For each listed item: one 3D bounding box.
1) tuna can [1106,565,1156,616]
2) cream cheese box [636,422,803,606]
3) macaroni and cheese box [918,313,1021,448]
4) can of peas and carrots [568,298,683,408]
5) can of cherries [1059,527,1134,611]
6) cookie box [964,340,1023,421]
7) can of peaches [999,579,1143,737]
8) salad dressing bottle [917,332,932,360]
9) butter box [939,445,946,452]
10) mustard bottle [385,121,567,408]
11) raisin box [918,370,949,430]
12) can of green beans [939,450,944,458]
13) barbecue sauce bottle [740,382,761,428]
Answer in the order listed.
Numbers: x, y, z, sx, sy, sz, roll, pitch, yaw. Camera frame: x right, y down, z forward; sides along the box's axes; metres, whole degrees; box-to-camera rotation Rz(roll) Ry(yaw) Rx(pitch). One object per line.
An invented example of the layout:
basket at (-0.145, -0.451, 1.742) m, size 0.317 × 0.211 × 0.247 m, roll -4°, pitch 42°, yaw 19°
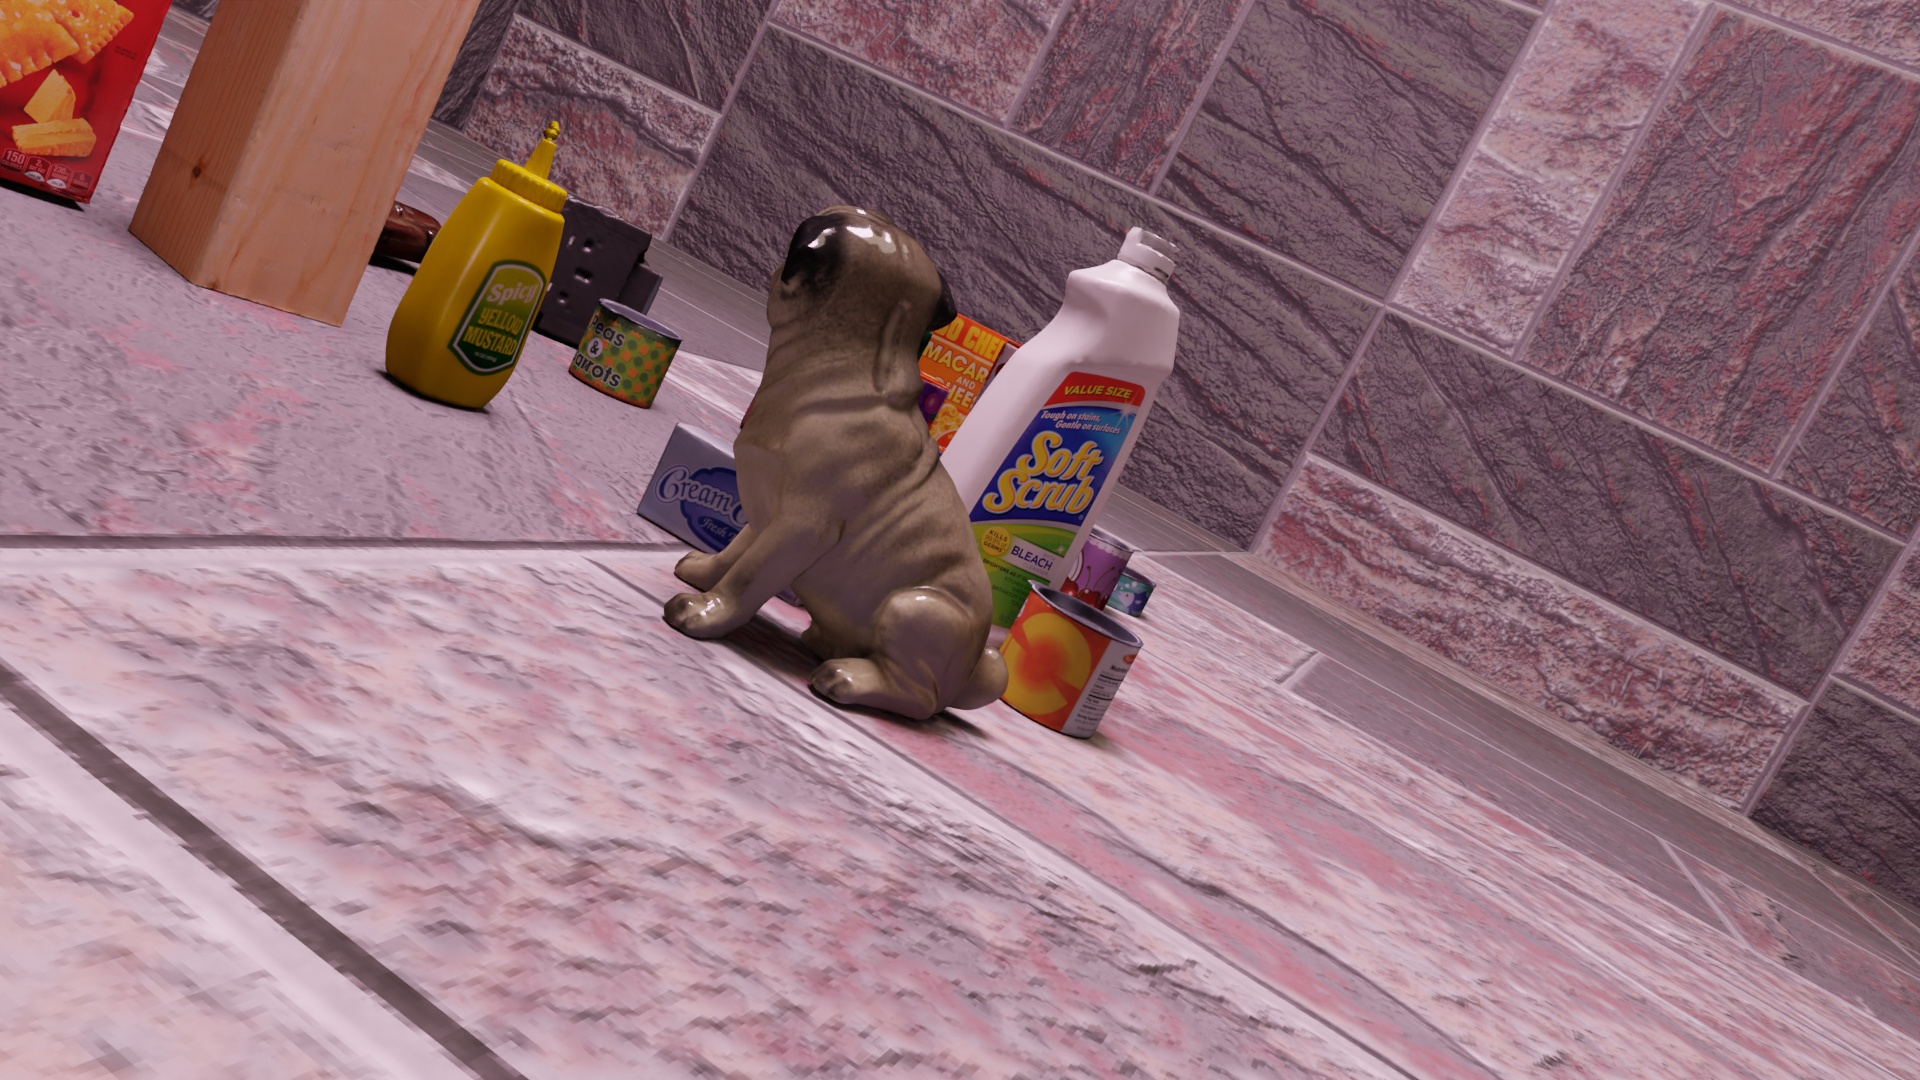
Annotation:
tuna can at (0.137, 0.038, 1.233) m, size 0.071 × 0.032 × 0.071 m, roll 26°, pitch 8°, yaw -4°
cream cheese box at (-0.111, -0.014, 0.711) m, size 0.104 × 0.053 × 0.024 m, roll 29°, pitch 8°, yaw 14°
macaroni and cheese box at (-0.015, -0.133, 1.346) m, size 0.124 × 0.166 × 0.040 m, roll 22°, pitch 9°, yaw -31°
can of peas and carrots at (-0.248, -0.138, 1.022) m, size 0.071 × 0.058 × 0.071 m, roll 27°, pitch 8°, yaw -4°
can of cherries at (0.100, 0.018, 1.151) m, size 0.071 × 0.058 × 0.071 m, roll 27°, pitch 8°, yaw -4°
cookie box at (0.017, -0.041, 0.880) m, size 0.040 × 0.167 × 0.123 m, roll 28°, pitch 8°, yaw 9°
can of peaches at (0.053, 0.063, 0.736) m, size 0.071 × 0.058 × 0.071 m, roll 27°, pitch 8°, yaw -4°
salad dressing bottle at (-0.068, -0.086, 0.959) m, size 0.044 × 0.147 × 0.064 m, roll 32°, pitch 9°, yaw 30°
butter box at (-0.031, -0.063, 1.260) m, size 0.103 × 0.053 × 0.024 m, roll 23°, pitch 9°, yaw -27°
mustard bottle at (-0.250, -0.151, 0.743) m, size 0.049 × 0.160 × 0.065 m, roll 31°, pitch 8°, yaw 24°
raisin box at (-0.074, -0.063, 0.882) m, size 0.086 × 0.123 × 0.040 m, roll 24°, pitch 8°, yaw -22°
can of green beans at (-0.008, -0.035, 1.147) m, size 0.071 × 0.057 × 0.071 m, roll 27°, pitch 8°, yaw -4°
barbecue sauce bottle at (-0.132, -0.153, 1.162) m, size 0.044 × 0.148 × 0.065 m, roll 28°, pitch 8°, yaw 4°
